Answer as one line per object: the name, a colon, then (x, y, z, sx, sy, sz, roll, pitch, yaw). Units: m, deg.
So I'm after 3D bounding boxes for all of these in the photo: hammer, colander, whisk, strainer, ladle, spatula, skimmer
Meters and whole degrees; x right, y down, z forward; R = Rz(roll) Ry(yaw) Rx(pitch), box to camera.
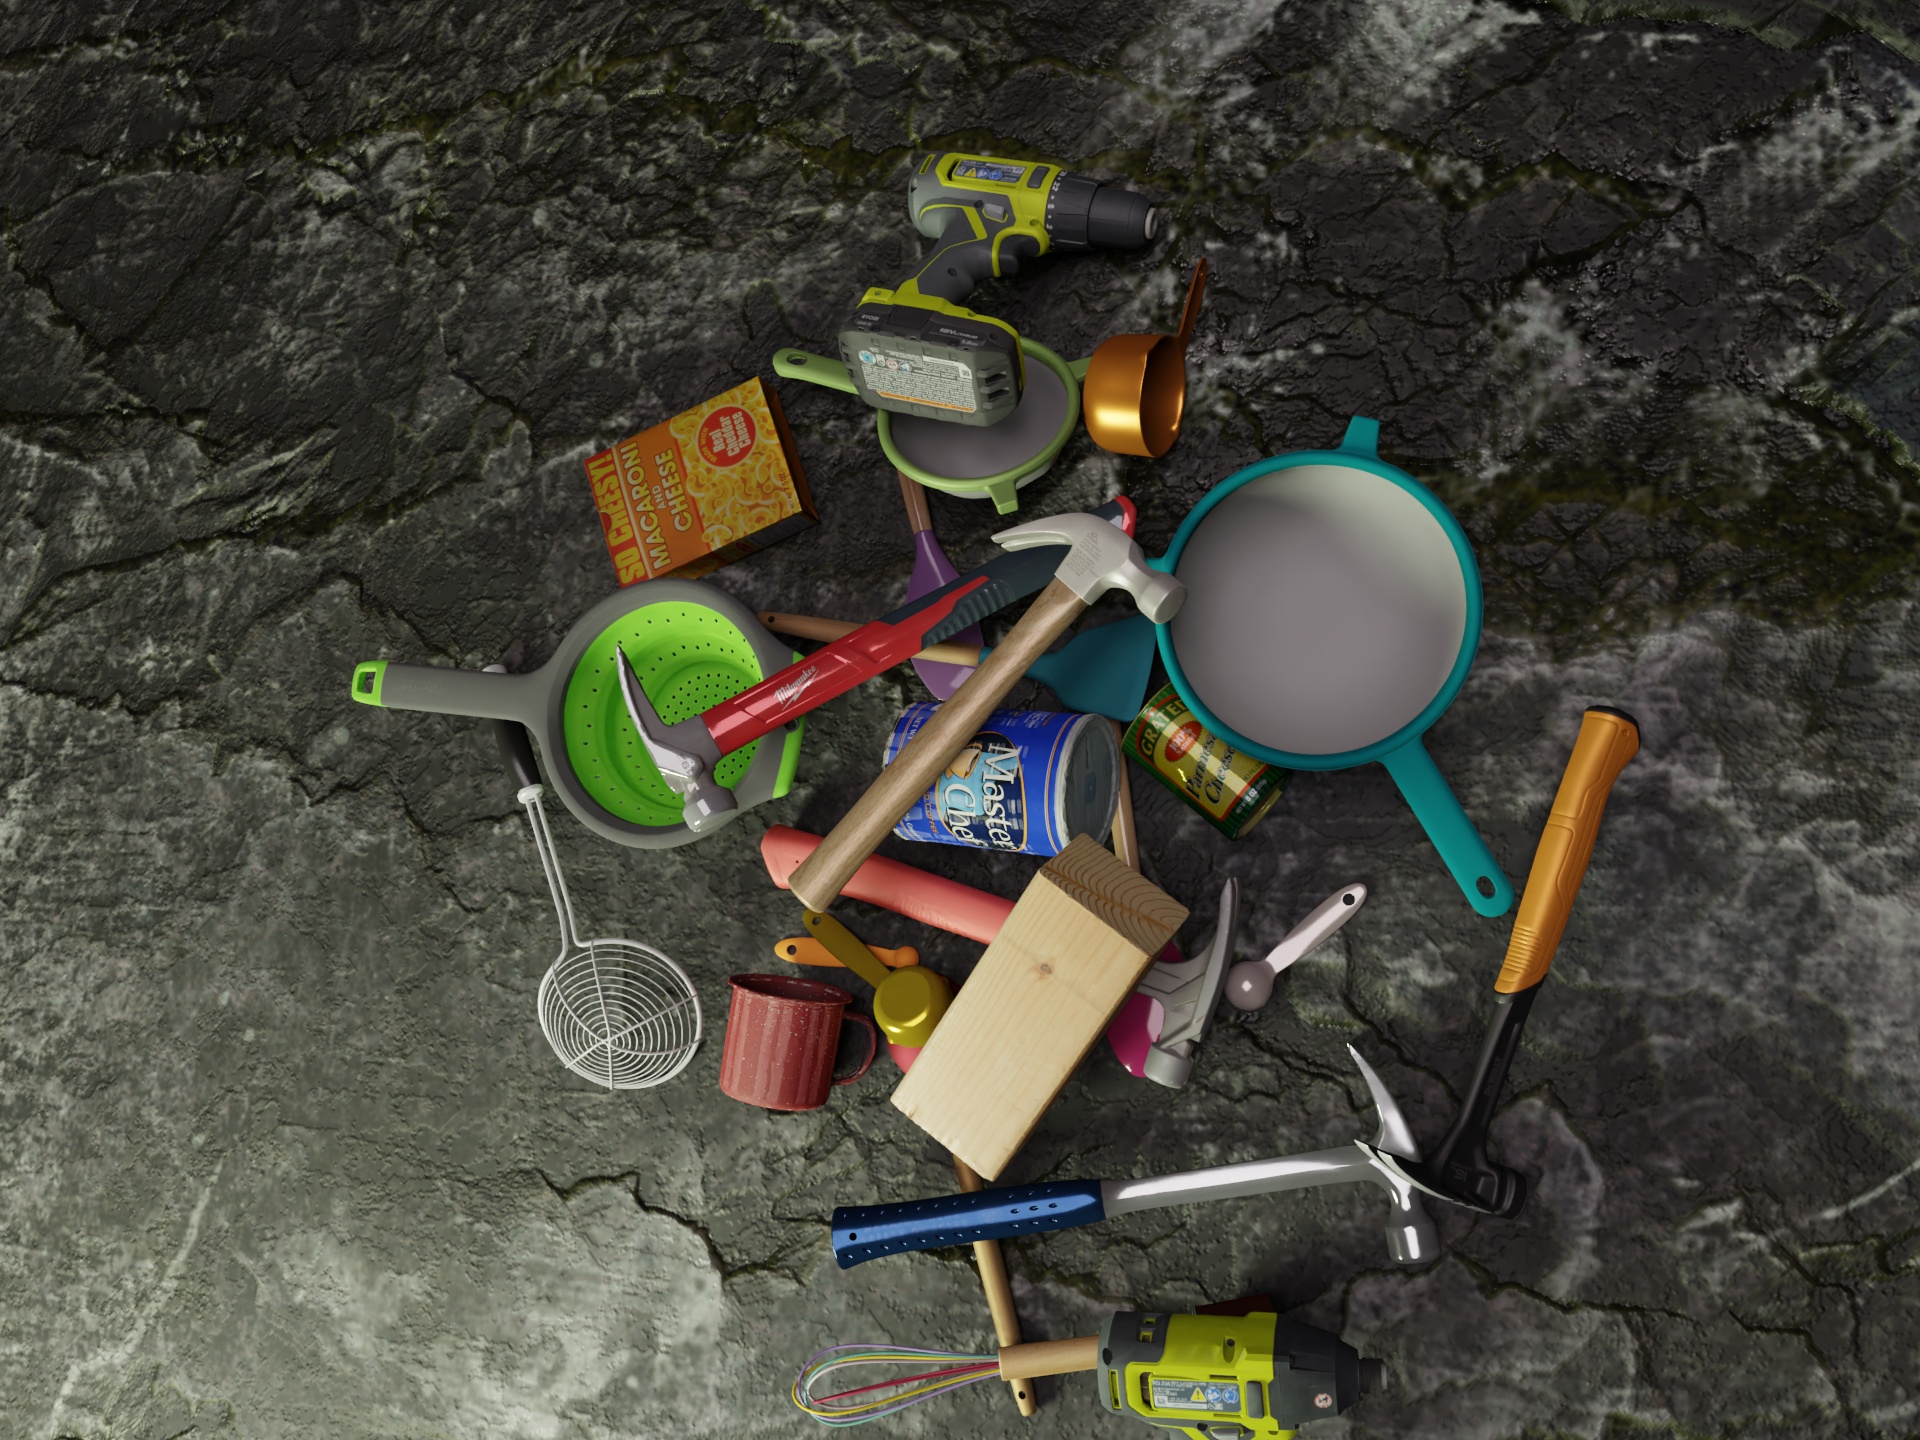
hammer: (-0.052, -0.074, 1.137, 0.386, 0.038, 0.143, -29, 82, -6)
colander: (-0.289, -0.009, 1.247, 0.397, 0.094, 0.204, 6, 83, 18)
whisk: (0.006, 0.448, 1.090, 0.245, 0.047, 0.051, -8, 80, 1)
strainer: (0.275, -0.022, 1.085, 0.211, 0.095, 0.340, -32, 91, 12)
ladle: (0.007, 0.335, 1.140, 0.069, 0.031, 0.315, -18, 79, 12)
spatula: (-0.011, -0.057, 1.182, 0.317, 0.044, 0.082, 9, 77, 17)
hammer: (0.108, 0.320, 1.088, 0.405, 0.035, 0.144, -11, 78, 10)
strainer: (-0.028, -0.229, 1.209, 0.256, 0.069, 0.151, 20, 64, 23)
hammer: (-0.002, -0.003, 1.076, 0.331, 0.031, 0.130, -49, 62, 6)
spatula: (-0.036, -0.168, 1.233, 0.060, 0.018, 0.316, -15, 78, 14)
skimmer: (-0.310, 0.117, 1.270, 0.127, 0.090, 0.364, -31, 64, 13)
hammer: (0.018, 0.133, 1.149, 0.359, 0.036, 0.149, 17, 92, 22)
hammer: (0.363, 0.146, 1.027, 0.127, 0.034, 0.337, 25, 83, -25)

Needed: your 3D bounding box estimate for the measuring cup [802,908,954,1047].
measuring cup: (-0.069, 0.179, 1.167, 0.157, 0.029, 0.062, 35, 77, 33)

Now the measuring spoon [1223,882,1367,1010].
measuring spoon: (0.232, 0.154, 1.100, 0.124, 0.018, 0.034, -42, 72, 7)

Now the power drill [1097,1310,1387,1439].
power drill: (0.182, 0.477, 0.991, 0.171, 0.080, 0.223, -3, 105, 16)

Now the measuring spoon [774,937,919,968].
measuring spoon: (-0.088, 0.176, 1.200, 0.117, 0.011, 0.021, 2, 82, 18)

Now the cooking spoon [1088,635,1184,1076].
cooking spoon: (0.119, 0.094, 1.144, 0.069, 0.017, 0.319, -10, 80, 16)

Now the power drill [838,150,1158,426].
power drill: (0.027, -0.328, 1.174, 0.190, 0.080, 0.229, 14, 59, 19)

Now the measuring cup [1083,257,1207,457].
measuring cup: (0.138, -0.274, 1.172, 0.052, 0.095, 0.174, 8, 65, 26)
